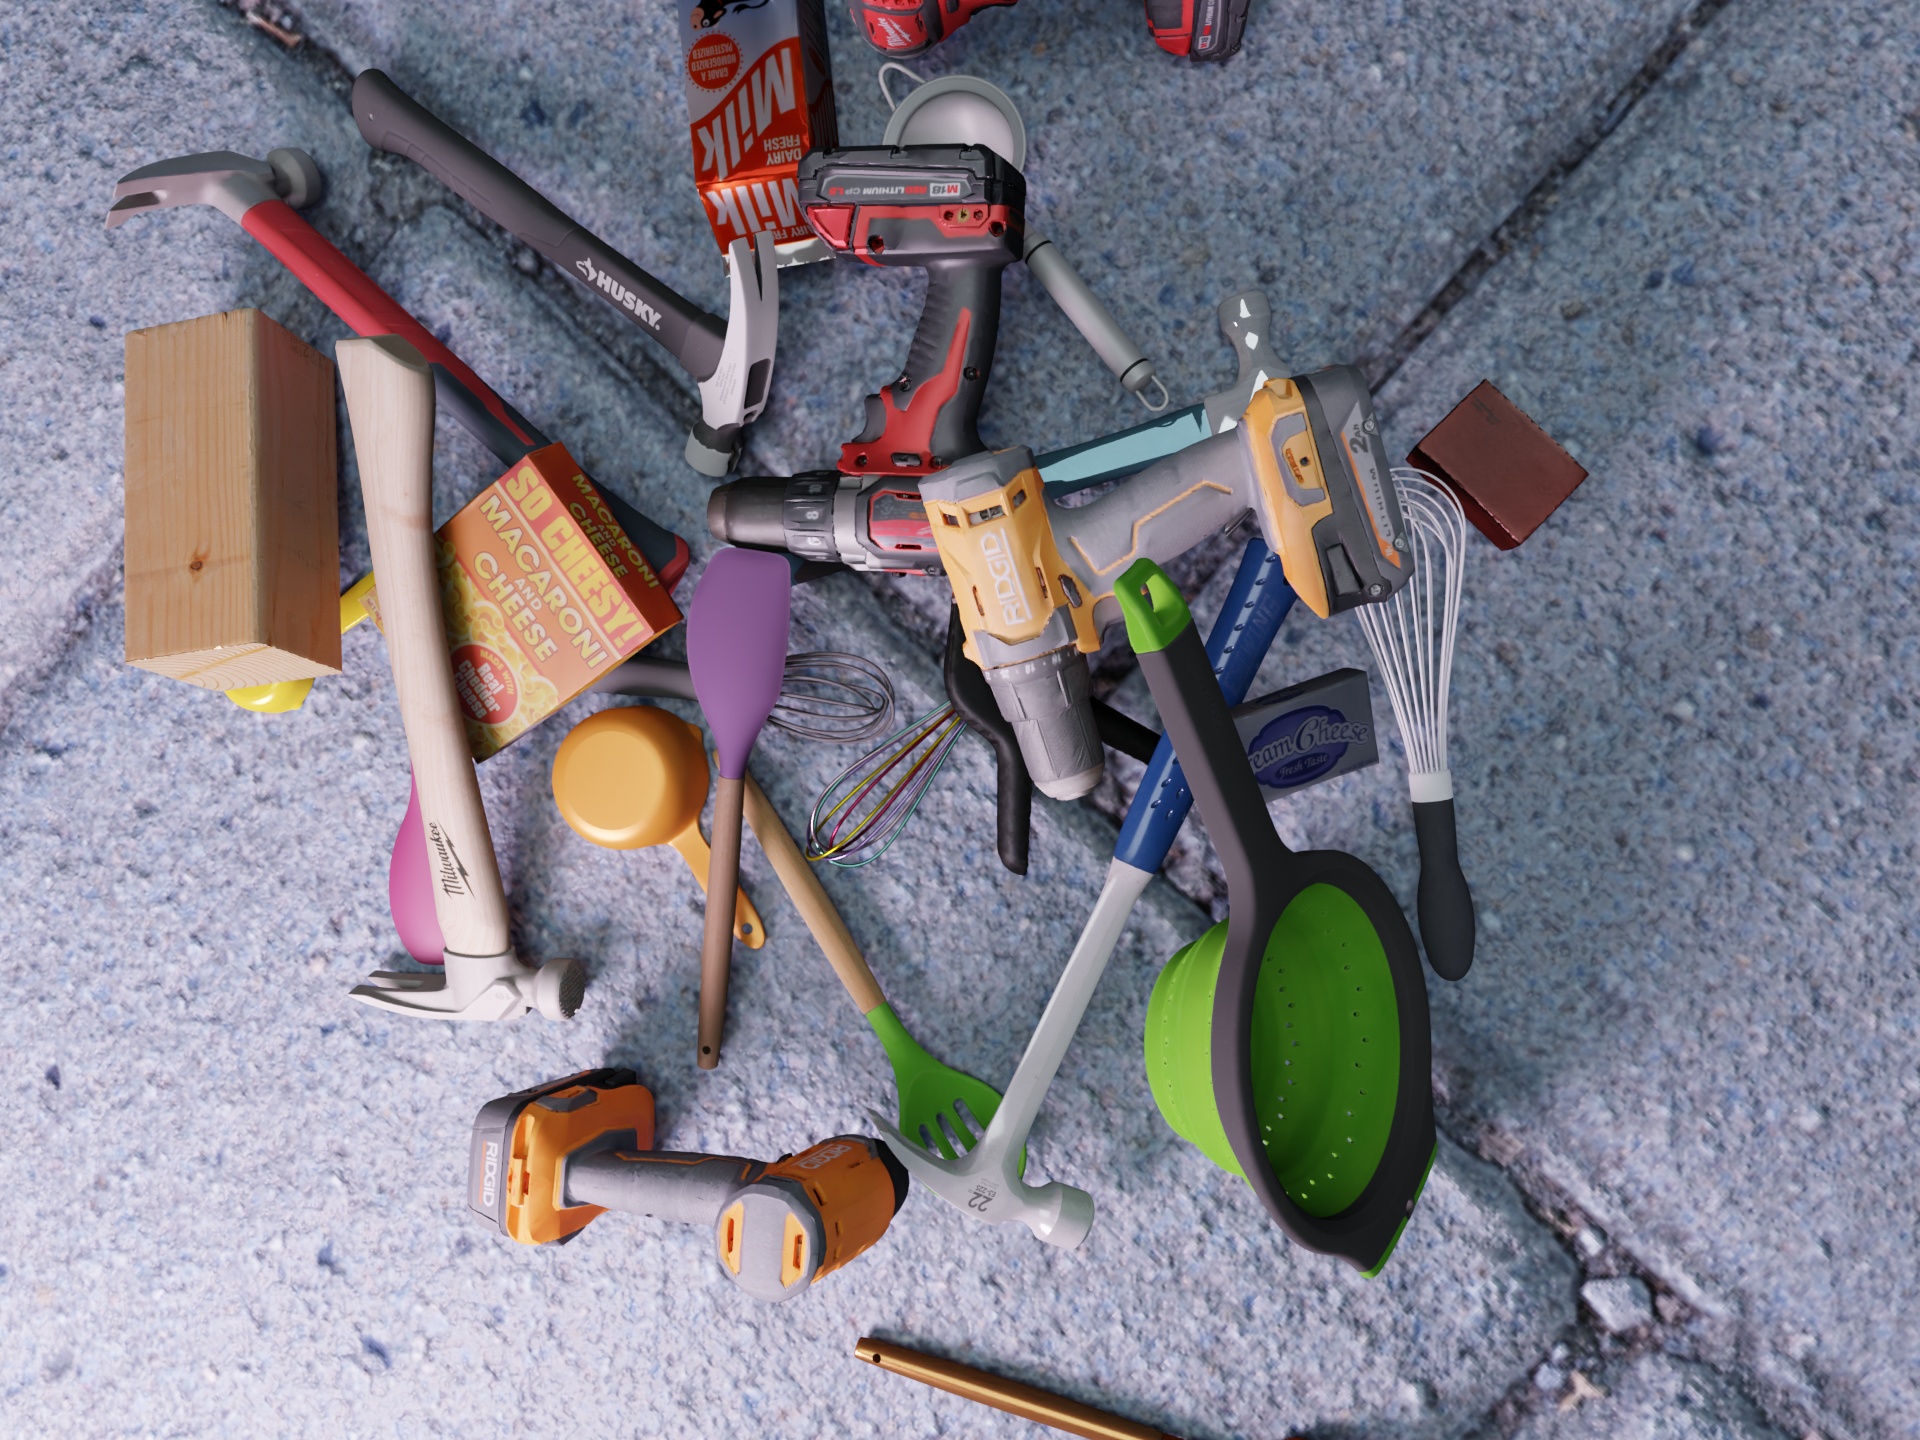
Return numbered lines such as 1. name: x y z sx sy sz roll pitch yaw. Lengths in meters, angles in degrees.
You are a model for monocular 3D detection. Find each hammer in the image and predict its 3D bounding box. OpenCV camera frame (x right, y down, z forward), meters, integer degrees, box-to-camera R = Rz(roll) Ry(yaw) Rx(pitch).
1. hammer: -0.321 -0.203 0.949 0.386 0.143 0.038 42 125 3
2. hammer: -0.242 -0.296 0.952 0.335 0.035 0.146 38 131 14
3. hammer: 0.033 -0.137 0.924 0.331 0.033 0.128 -16 86 11
4. hammer: -0.318 -0.013 0.925 0.146 0.038 0.410 0 109 12
5. hammer: 0.086 0.088 0.877 0.144 0.035 0.405 25 91 -19

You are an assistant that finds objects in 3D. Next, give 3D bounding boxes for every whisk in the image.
1. whisk: -0.151 -0.024 0.953 0.239 0.055 0.055 7 92 15
2. whisk: 0.255 0.004 0.872 0.070 0.070 0.284 -8 94 11
3. whisk: -0.001 -0.002 0.926 0.245 0.047 0.051 -44 82 5

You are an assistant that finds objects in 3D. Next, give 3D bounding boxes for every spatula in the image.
1. spatula: -0.138 0.056 0.927 0.060 0.018 0.316 8 103 7
2. spatula: 0.090 0.411 0.910 0.322 0.041 0.081 13 93 11

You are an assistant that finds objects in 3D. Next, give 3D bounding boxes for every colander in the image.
1. colander: 0.132 0.102 0.819 0.094 0.204 0.396 -7 116 41

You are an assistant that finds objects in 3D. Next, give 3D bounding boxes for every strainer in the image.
1. strainer: 0.037 -0.273 0.906 0.087 0.050 0.258 -39 77 14

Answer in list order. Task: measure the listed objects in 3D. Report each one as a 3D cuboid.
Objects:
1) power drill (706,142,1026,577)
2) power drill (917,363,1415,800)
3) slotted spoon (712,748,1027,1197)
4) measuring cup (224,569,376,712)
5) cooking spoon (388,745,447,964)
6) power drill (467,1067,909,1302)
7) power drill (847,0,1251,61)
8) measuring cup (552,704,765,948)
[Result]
1. power drill: -0.049 -0.193 0.878 0.188 0.080 0.226 3 99 12
2. power drill: 0.109 -0.070 0.814 0.226 0.084 0.185 -16 100 7
3. slotted spoon: -0.062 0.147 0.943 0.070 0.031 0.314 -29 80 -23
4. measuring cup: -0.406 -0.062 1.008 0.156 0.029 0.062 -36 84 9
5. cooking spoon: -0.341 -0.003 0.998 0.069 0.017 0.319 -4 93 11
6. power drill: -0.145 0.259 0.909 0.226 0.164 0.084 5 91 23
7. power drill: 0.045 -0.410 0.873 0.219 0.143 0.078 -3 88 4
8. measuring cup: -0.176 0.068 0.953 0.095 0.052 0.174 -38 83 9
